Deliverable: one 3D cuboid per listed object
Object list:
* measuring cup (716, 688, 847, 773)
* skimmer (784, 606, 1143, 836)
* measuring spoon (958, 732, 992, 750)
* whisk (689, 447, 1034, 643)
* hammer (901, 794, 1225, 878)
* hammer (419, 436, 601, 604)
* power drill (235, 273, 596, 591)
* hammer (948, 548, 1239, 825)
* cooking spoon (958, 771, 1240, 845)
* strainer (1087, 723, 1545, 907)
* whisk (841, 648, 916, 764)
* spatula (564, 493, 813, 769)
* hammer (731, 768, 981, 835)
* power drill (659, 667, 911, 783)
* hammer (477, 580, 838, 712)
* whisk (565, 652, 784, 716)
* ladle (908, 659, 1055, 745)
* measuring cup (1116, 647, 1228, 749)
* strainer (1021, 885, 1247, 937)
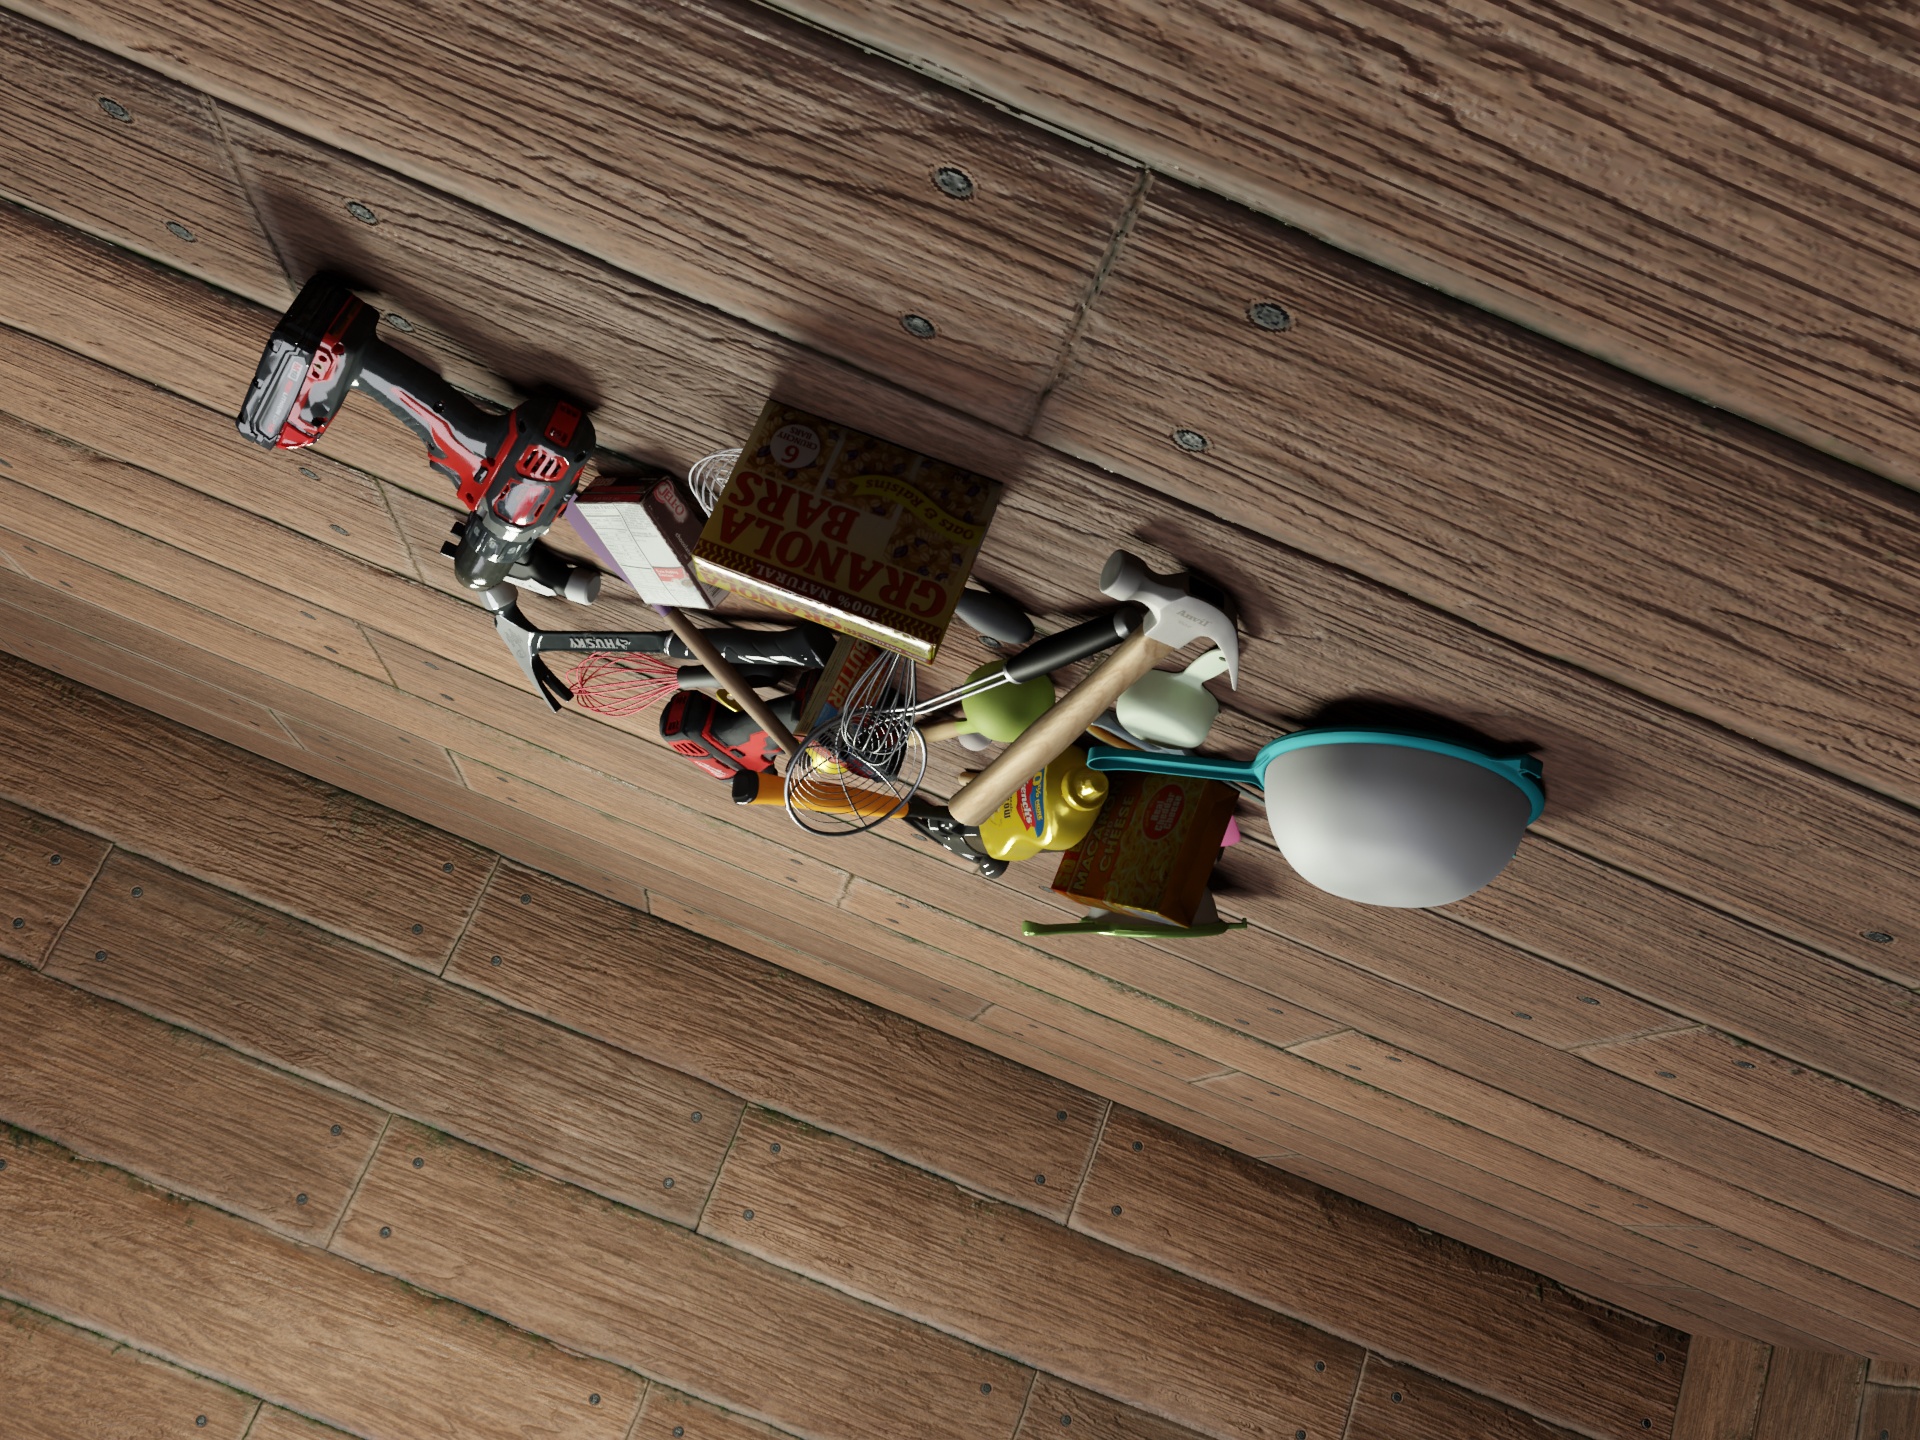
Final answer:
[{"bbox_3d":[-0.170,0.001,1.583,0.156,0.062,0.029,27,138,-5],"label":"measuring cup"},{"bbox_3d":[0.001,0.007,1.231,0.127,0.090,0.363,19,152,-39],"label":"skimmer"},{"bbox_3d":[0.039,0.016,1.446,0.034,0.018,0.124,34,157,-32],"label":"measuring spoon"},{"bbox_3d":[-0.065,-0.119,1.146,0.284,0.070,0.070,25,161,-23],"label":"whisk"},{"bbox_3d":[0.105,0.117,1.626,0.146,0.038,0.411,35,157,-30],"label":"hammer"},{"bbox_3d":[-0.412,-0.197,1.334,0.146,0.035,0.334,18,161,10],"label":"hammer"},{"bbox_3d":[-0.399,-0.197,1.164,0.226,0.080,0.188,28,132,-20],"label":"power drill"},{"bbox_3d":[0.084,-0.004,1.158,0.130,0.031,0.331,21,142,-19],"label":"hammer"},{"bbox_3d":[0.122,0.077,1.505,0.319,0.017,0.068,9,136,40],"label":"cooking spoon"},{"bbox_3d":[0.257,0.079,1.196,0.340,0.095,0.210,6,159,16],"label":"strainer"},{"bbox_3d":[-0.037,-0.058,1.143,0.055,0.055,0.238,22,129,-1],"label":"whisk"},{"bbox_3d":[-0.234,-0.074,1.368,0.315,0.018,0.060,49,153,-16],"label":"spatula"},{"bbox_3d":[-0.075,0.080,1.491,0.127,0.034,0.336,-3,170,41],"label":"hammer"},{"bbox_3d":[-0.162,0.015,1.498,0.220,0.079,0.143,-9,146,33],"label":"power drill"},{"bbox_3d":[-0.281,-0.068,1.486,0.409,0.036,0.149,4,127,33],"label":"hammer"},{"bbox_3d":[-0.289,-0.043,1.593,0.296,0.073,0.073,-2,151,36],"label":"whisk"},{"bbox_3d":[-0.002,-0.005,1.421,0.078,0.062,0.320,24,168,-16],"label":"ladle"},{"bbox_3d":[0.167,-0.016,1.187,0.083,0.038,0.167,24,163,-6],"label":"measuring cup"},{"bbox_3d":[0.158,0.180,1.592,0.256,0.069,0.151,4,177,-41],"label":"strainer"}]
